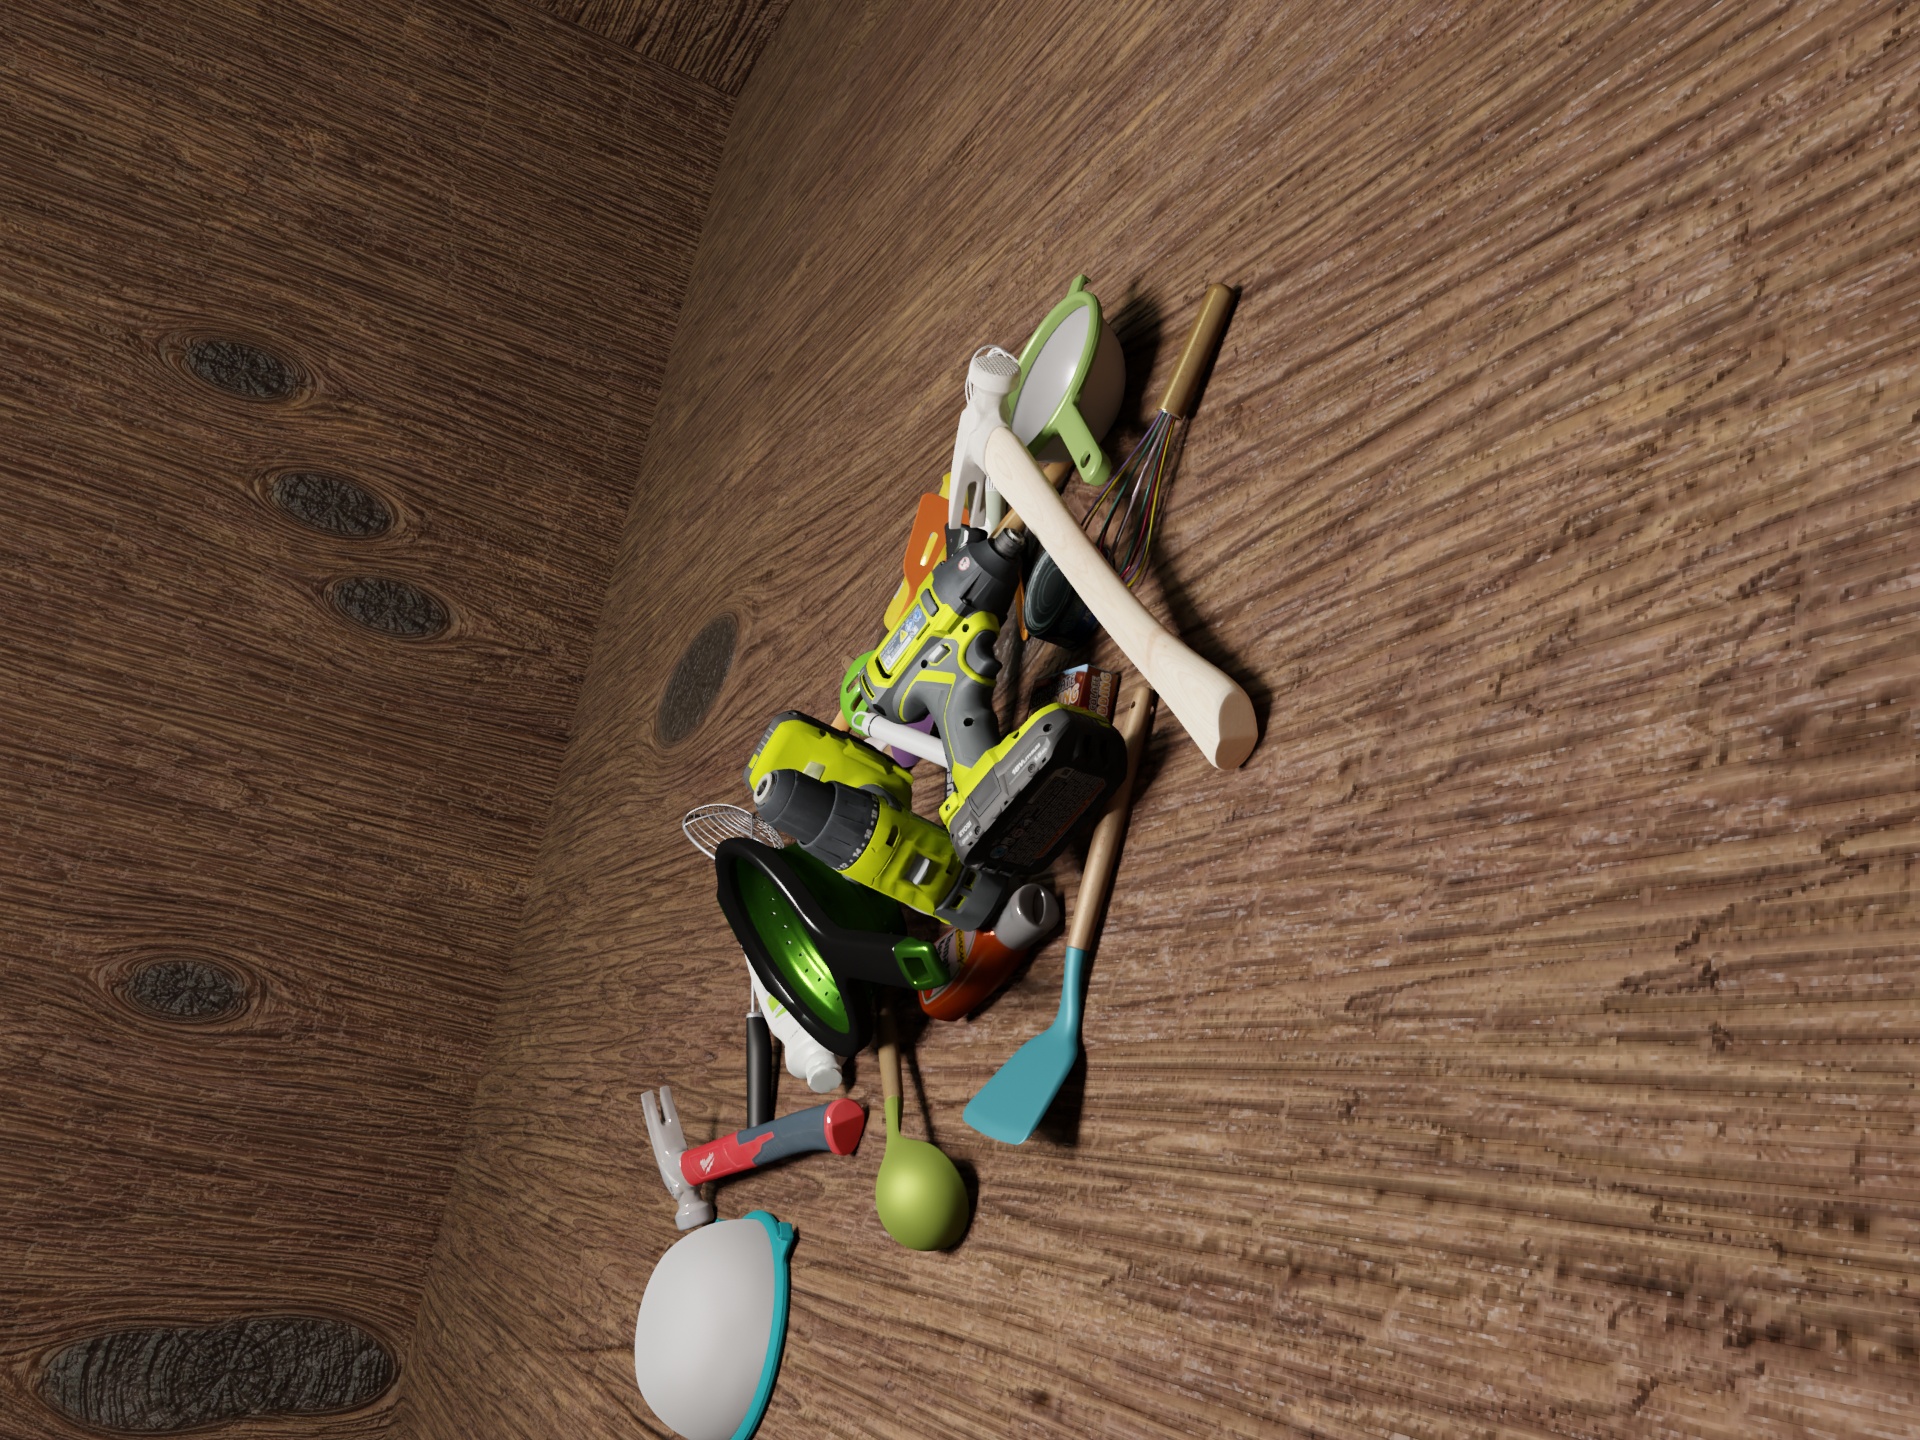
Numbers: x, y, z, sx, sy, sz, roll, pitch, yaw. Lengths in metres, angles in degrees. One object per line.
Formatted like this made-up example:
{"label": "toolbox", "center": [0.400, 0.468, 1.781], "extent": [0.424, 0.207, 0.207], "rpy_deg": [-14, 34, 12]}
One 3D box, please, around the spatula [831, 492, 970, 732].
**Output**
{"label": "spatula", "center": [-0.076, -0.048, 1.428], "extent": [0.322, 0.081, 0.041], "rpy_deg": [-58, 15, 16]}

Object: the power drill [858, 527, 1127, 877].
{"label": "power drill", "center": [0.021, -0.017, 1.120], "extent": [0.171, 0.080, 0.223], "rpy_deg": [-51, 45, 25]}

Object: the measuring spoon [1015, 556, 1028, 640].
{"label": "measuring spoon", "center": [0.053, -0.114, 1.350], "extent": [0.021, 0.011, 0.117], "rpy_deg": [109, 162, -51]}

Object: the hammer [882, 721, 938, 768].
{"label": "hammer", "center": [-0.061, 0.033, 1.475], "extent": [0.331, 0.031, 0.130], "rpy_deg": [-47, 33, 46]}

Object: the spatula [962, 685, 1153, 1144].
{"label": "spatula", "center": [0.078, 0.126, 1.068], "extent": [0.082, 0.044, 0.317], "rpy_deg": [-1, 72, 62]}

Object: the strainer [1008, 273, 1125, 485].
{"label": "strainer", "center": [0.101, -0.236, 1.244], "extent": [0.151, 0.069, 0.257], "rpy_deg": [-57, 25, 25]}

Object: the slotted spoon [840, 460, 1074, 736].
{"label": "slotted spoon", "center": [-0.003, -0.111, 1.364], "extent": [0.070, 0.031, 0.313], "rpy_deg": [45, 104, 23]}

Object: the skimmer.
{"label": "skimmer", "center": [-0.226, 0.250, 1.621], "extent": [0.090, 0.127, 0.364], "rpy_deg": [-26, 56, 37]}

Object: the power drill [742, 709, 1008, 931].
{"label": "power drill", "center": [-0.084, 0.065, 1.180], "extent": [0.080, 0.190, 0.229], "rpy_deg": [-61, 24, 3]}

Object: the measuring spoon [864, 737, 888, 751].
{"label": "measuring spoon", "center": [-0.070, 0.006, 1.534], "extent": [0.124, 0.018, 0.034], "rpy_deg": [-49, 32, 43]}

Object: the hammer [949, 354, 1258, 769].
{"label": "hammer", "center": [0.087, -0.098, 1.111], "extent": [0.411, 0.038, 0.146], "rpy_deg": [-122, 33, -44]}

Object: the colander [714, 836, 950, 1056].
{"label": "colander", "center": [-0.074, 0.161, 1.239], "extent": [0.204, 0.094, 0.397], "rpy_deg": [63, 155, -8]}

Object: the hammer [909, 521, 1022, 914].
{"label": "hammer", "center": [-0.002, -0.004, 1.286], "extent": [0.146, 0.035, 0.335], "rpy_deg": [-24, 61, 55]}

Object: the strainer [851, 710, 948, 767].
{"label": "strainer", "center": [0.011, 0.033, 1.195], "extent": [0.259, 0.050, 0.087], "rpy_deg": [21, 87, 38]}

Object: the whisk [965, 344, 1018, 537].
{"label": "whisk", "center": [0.028, -0.207, 1.388], "extent": [0.058, 0.059, 0.246], "rpy_deg": [-4, 83, 54]}

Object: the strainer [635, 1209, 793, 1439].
{"label": "strainer", "center": [-0.246, 0.600, 1.401], "extent": [0.211, 0.095, 0.341], "rpy_deg": [-29, 46, 59]}

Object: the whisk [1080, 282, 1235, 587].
{"label": "whisk", "center": [0.148, -0.202, 1.166], "extent": [0.047, 0.051, 0.245], "rpy_deg": [27, 95, 46]}

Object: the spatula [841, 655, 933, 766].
{"label": "spatula", "center": [-0.074, -0.019, 1.477], "extent": [0.060, 0.018, 0.316], "rpy_deg": [-69, 20, 9]}

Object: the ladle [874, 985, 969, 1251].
{"label": "ladle", "center": [-0.042, 0.285, 1.248], "extent": [0.320, 0.062, 0.078], "rpy_deg": [-103, 30, -63]}

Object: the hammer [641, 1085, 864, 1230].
{"label": "hammer", "center": [-0.198, 0.380, 1.473], "extent": [0.386, 0.038, 0.143], "rpy_deg": [-35, 71, 52]}
